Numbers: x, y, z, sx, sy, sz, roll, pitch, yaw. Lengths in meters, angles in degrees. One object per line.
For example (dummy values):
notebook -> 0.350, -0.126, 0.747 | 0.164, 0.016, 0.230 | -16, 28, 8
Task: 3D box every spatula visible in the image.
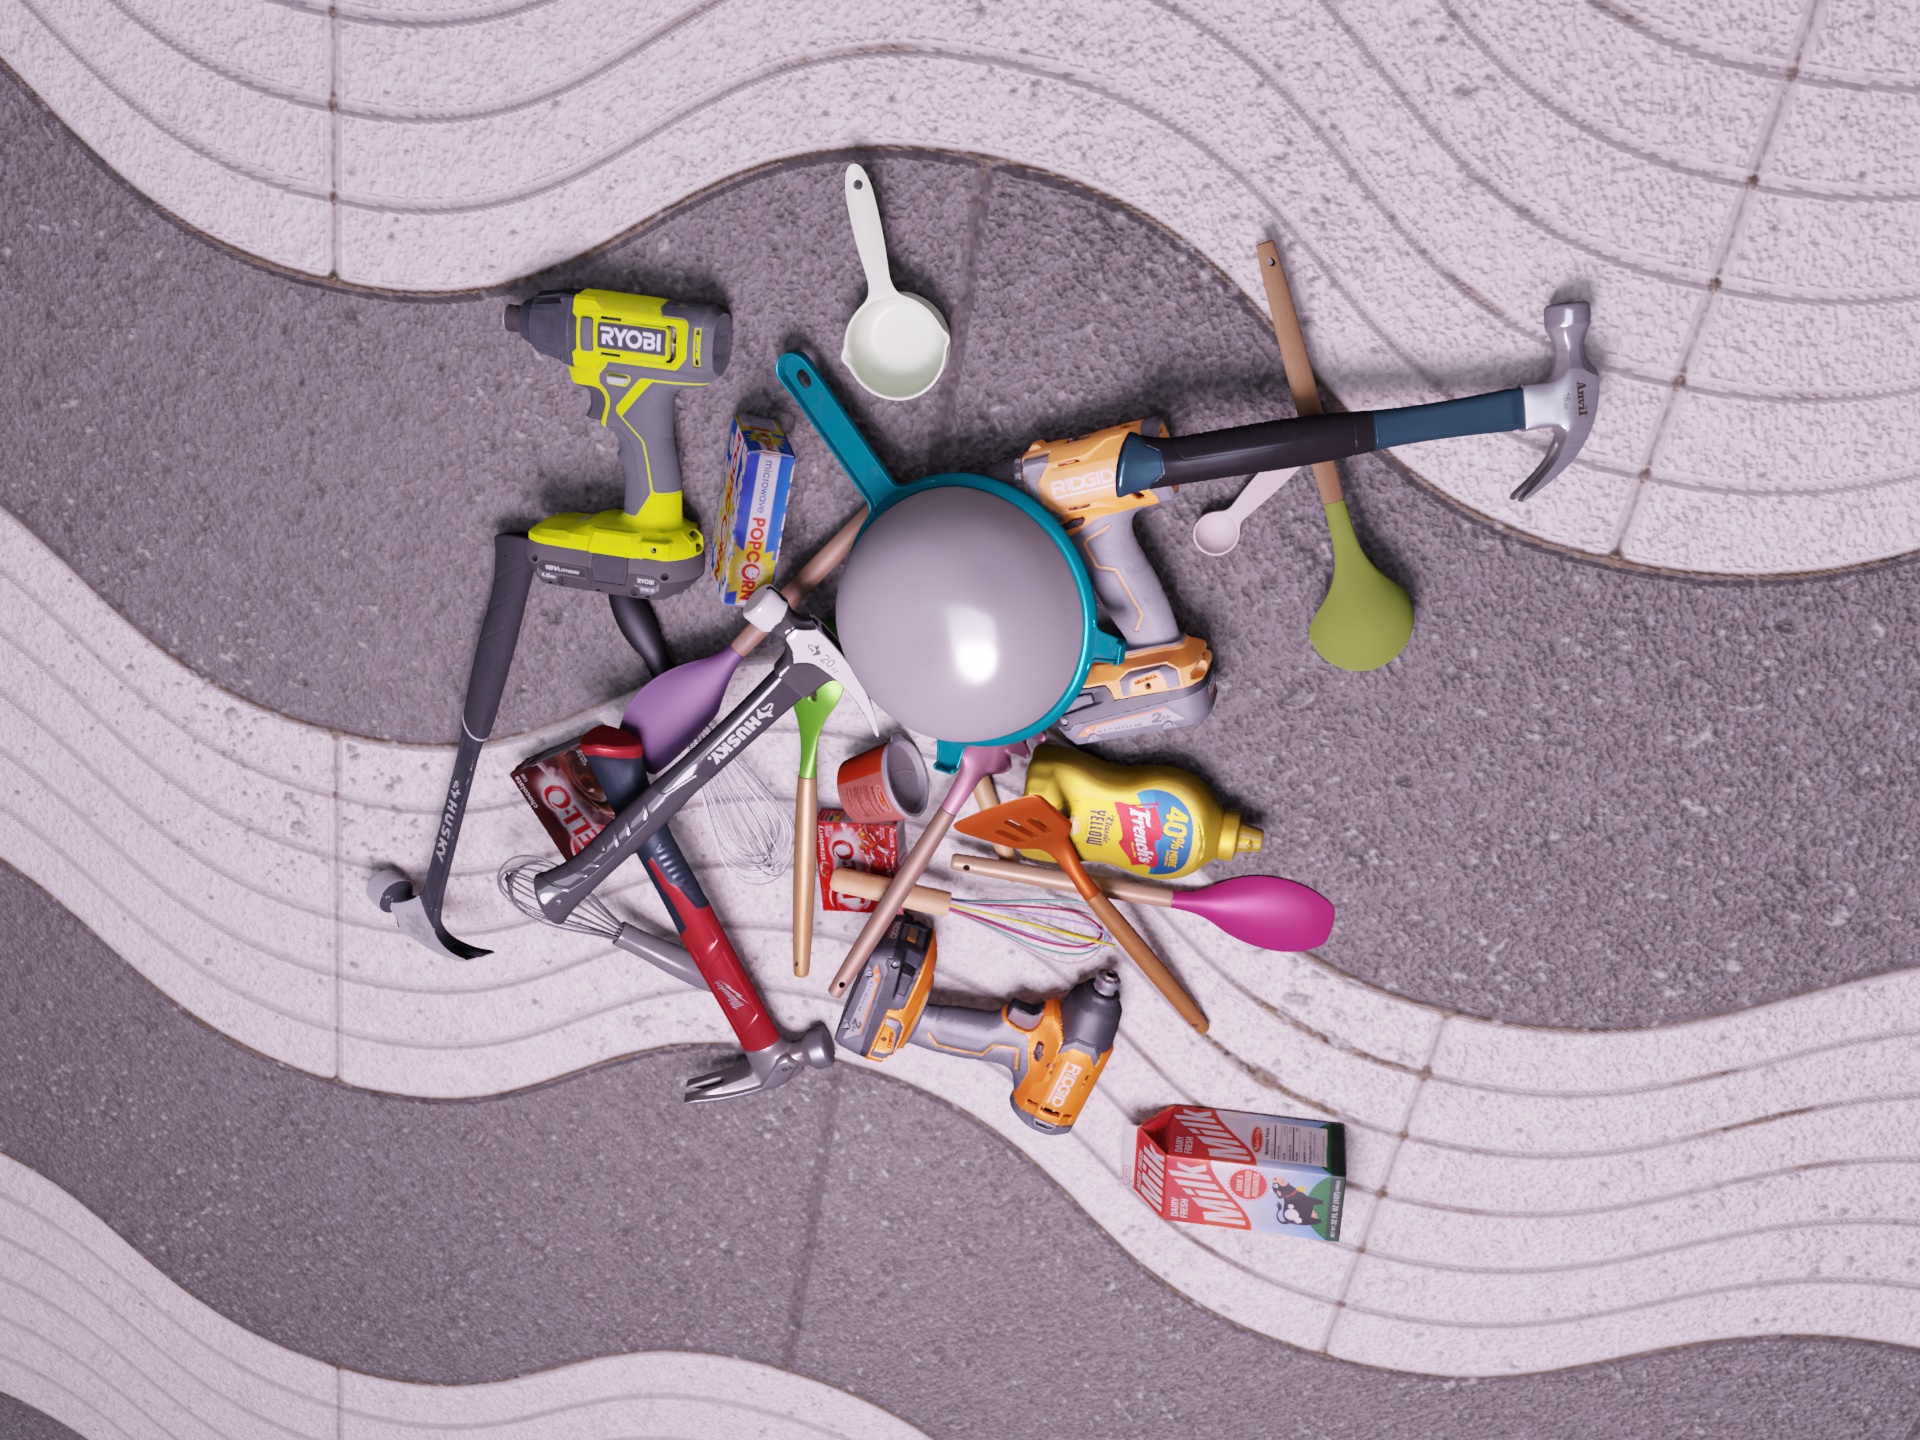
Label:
spatula -> 0.116, 0.162, 1.284 | 0.081, 0.041, 0.322 | -22, 123, 30
spatula -> -0.162, -0.075, 1.265 | 0.316, 0.018, 0.059 | -43, 100, 15

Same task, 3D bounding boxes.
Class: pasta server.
pasta server -> -0.023, 0.097, 1.282 | 0.060, 0.040, 0.316 | 30, 101, -10

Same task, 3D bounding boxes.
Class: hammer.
hammer -> -0.243, 0.173, 1.361 | 0.143, 0.038, 0.386 | -18, 119, 7
hammer -> 0.269, -0.199, 1.094 | 0.331, 0.033, 0.128 | -8, 101, 4
hammer -> -0.213, 0.049, 1.254 | 0.334, 0.035, 0.146 | -42, 118, 14
hammer -> -0.419, 0.024, 1.364 | 0.149, 0.036, 0.408 | 33, 115, 28

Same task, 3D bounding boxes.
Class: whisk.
whisk -> 0.012, 0.157, 1.327 | 0.245, 0.047, 0.051 | 14, 113, -3
whisk -> -0.220, 0.012, 1.326 | 0.070, 0.070, 0.284 | -23, 102, 20
whisk -> -0.299, 0.185, 1.405 | 0.238, 0.055, 0.055 | 31, 117, -20

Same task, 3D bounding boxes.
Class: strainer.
strainer -> -0.049, -0.121, 1.159 | 0.211, 0.095, 0.340 | -34, 91, 33

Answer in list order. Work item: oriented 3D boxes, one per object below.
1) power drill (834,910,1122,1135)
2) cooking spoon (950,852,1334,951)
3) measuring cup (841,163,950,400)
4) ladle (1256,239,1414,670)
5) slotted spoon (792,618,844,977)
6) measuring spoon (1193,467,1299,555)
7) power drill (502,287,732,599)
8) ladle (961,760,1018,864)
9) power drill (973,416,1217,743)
power drill -> 0.023, 0.249, 1.365 | 0.226, 0.084, 0.164 | 22, 116, -3
cooking spoon -> 0.149, 0.144, 1.315 | 0.319, 0.017, 0.068 | 10, 115, 3
measuring cup -> -0.054, -0.318, 1.153 | 0.083, 0.038, 0.167 | -8, 110, 16
ladle -> 0.258, -0.184, 1.141 | 0.078, 0.062, 0.320 | -18, 104, 4
slotted spoon -> -0.126, 0.070, 1.316 | 0.070, 0.031, 0.313 | 19, 113, 39
measuring spoon -> 0.220, -0.172, 1.173 | 0.034, 0.018, 0.124 | 39, 109, -14
power drill -> -0.269, -0.216, 1.226 | 0.171, 0.080, 0.223 | 9, 111, 8
ladle -> -0.002, -0.004, 1.286 | 0.069, 0.031, 0.315 | -14, 112, 15
power drill -> 0.088, -0.101, 1.196 | 0.185, 0.084, 0.226 | -10, 107, 20
